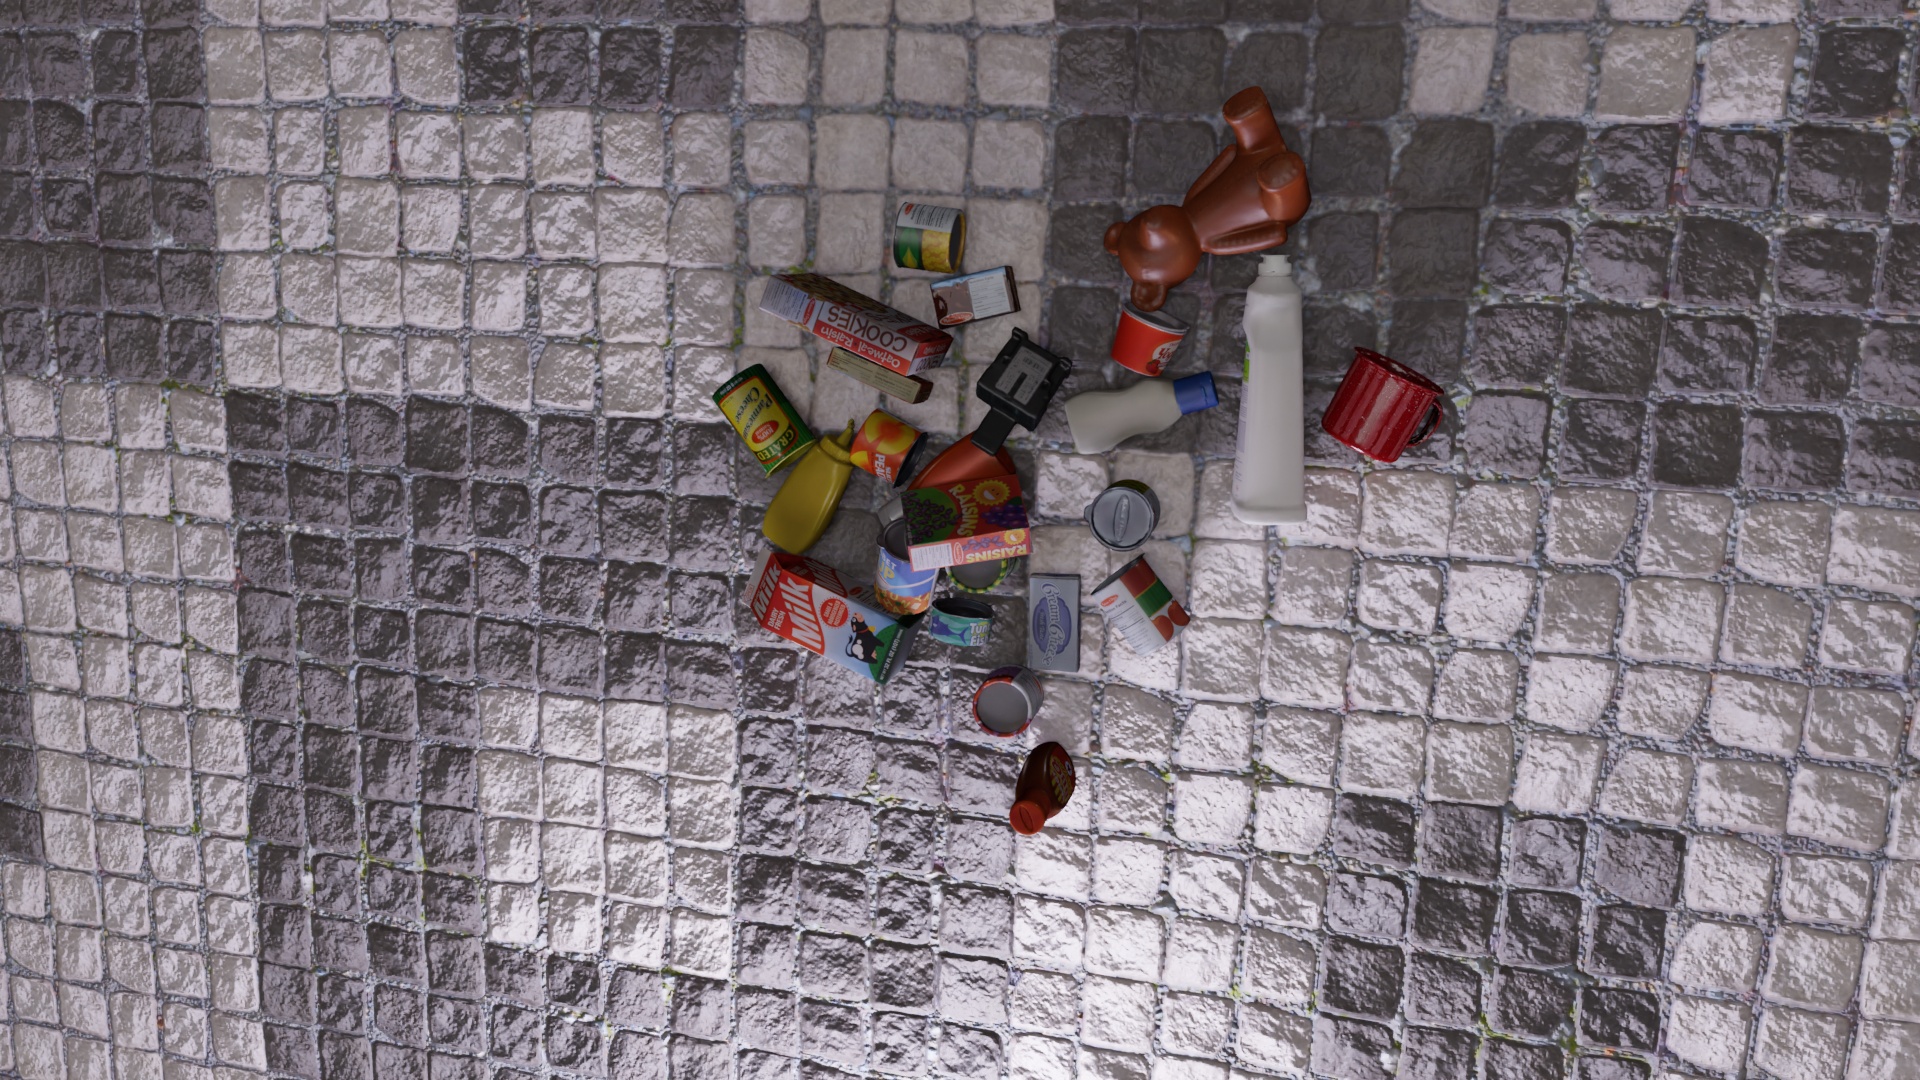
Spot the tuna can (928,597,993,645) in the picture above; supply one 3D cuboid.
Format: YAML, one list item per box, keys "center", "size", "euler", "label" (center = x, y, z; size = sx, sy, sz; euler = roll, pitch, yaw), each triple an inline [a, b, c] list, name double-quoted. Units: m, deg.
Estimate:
- center: [0.002, 0.086, 1.465]
  size: [0.071, 0.071, 0.032]
  euler: [11, 104, 12]
  label: "tuna can"

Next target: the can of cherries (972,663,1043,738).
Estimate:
- center: [0.048, 0.172, 1.473]
  size: [0.071, 0.058, 0.071]
  euler: [2, 101, 13]
  label: "can of cherries"

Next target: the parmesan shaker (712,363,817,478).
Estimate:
- center: [-0.211, -0.127, 1.481]
  size: [0.071, 0.071, 0.103]
  euler: [-37, 90, 18]
  label: "parmesan shaker"

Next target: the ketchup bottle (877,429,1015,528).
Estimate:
- center: [-0.018, -0.056, 1.456]
  size: [0.148, 0.044, 0.064]
  euler: [-32, 102, 18]
  label: "ketchup bottle"

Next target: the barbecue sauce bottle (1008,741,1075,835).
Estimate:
- center: [0.083, 0.259, 1.433]
  size: [0.043, 0.149, 0.065]
  euler: [-21, 95, 18]
  label: "barbecue sauce bottle"

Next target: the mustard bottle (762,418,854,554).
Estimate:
- center: [-0.151, -0.062, 1.487]
  size: [0.065, 0.049, 0.159]
  euler: [35, 106, 6]
  label: "mustard bottle"

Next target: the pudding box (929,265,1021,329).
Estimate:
- center: [0.015, -0.249, 1.421]
  size: [0.083, 0.030, 0.049]
  euler: [-11, 98, 16]
  label: "pudding box"

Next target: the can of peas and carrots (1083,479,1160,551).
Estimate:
- center: [0.164, -0.027, 1.408]
  size: [0.071, 0.059, 0.070]
  euler: [3, 101, 15]
  label: "can of peas and carrots"

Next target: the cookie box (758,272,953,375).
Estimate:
- center: [-0.102, -0.222, 1.407]
  size: [0.167, 0.123, 0.040]
  euler: [26, 107, 9]
  label: "cookie box"

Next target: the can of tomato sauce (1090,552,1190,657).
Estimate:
- center: [0.185, 0.066, 1.417]
  size: [0.071, 0.071, 0.083]
  euler: [-38, 90, 18]
  label: "can of tomato sauce"

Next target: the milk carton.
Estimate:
- center: [-0.143, 0.077, 1.497]
  size: [0.191, 0.073, 0.072]
  euler: [25, 106, 9]
  label: "milk carton"

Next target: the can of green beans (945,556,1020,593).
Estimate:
- center: [0.022, 0.018, 1.452]
  size: [0.071, 0.058, 0.071]
  euler: [3, 101, 14]
  label: "can of green beans"

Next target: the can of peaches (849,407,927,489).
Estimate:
- center: [-0.076, -0.096, 1.451]
  size: [0.058, 0.071, 0.071]
  euler: [29, 106, 8]
  label: "can of peaches"

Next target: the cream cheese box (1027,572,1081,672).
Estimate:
- center: [0.099, 0.086, 1.463]
  size: [0.053, 0.024, 0.103]
  euler: [3, 101, 13]
  label: "cream cheese box"

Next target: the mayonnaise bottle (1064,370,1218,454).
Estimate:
- center: [0.183, -0.133, 1.394]
  size: [0.148, 0.041, 0.064]
  euler: [-14, 98, 15]
  label: "mayonnaise bottle"

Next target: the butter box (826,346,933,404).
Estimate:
- center: [-0.084, -0.173, 1.448]
  size: [0.103, 0.053, 0.024]
  euler: [24, 103, 8]
  label: "butter box"

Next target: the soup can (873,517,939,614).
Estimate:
- center: [-0.057, 0.027, 1.452]
  size: [0.071, 0.072, 0.083]
  euler: [22, 136, 9]
  label: "soup can"

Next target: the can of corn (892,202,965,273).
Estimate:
- center: [-0.031, -0.304, 1.405]
  size: [0.058, 0.071, 0.071]
  euler: [10, 103, 12]
  label: "can of corn"

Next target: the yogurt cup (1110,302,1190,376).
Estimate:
- center: [0.183, -0.197, 1.371]
  size: [0.072, 0.073, 0.053]
  euler: [25, 114, 9]
  label: "yogurt cup"

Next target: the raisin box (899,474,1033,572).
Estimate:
- center: [0.005, -0.018, 1.401]
  size: [0.123, 0.086, 0.039]
  euler: [-9, 132, -2]
  label: "raisin box"
